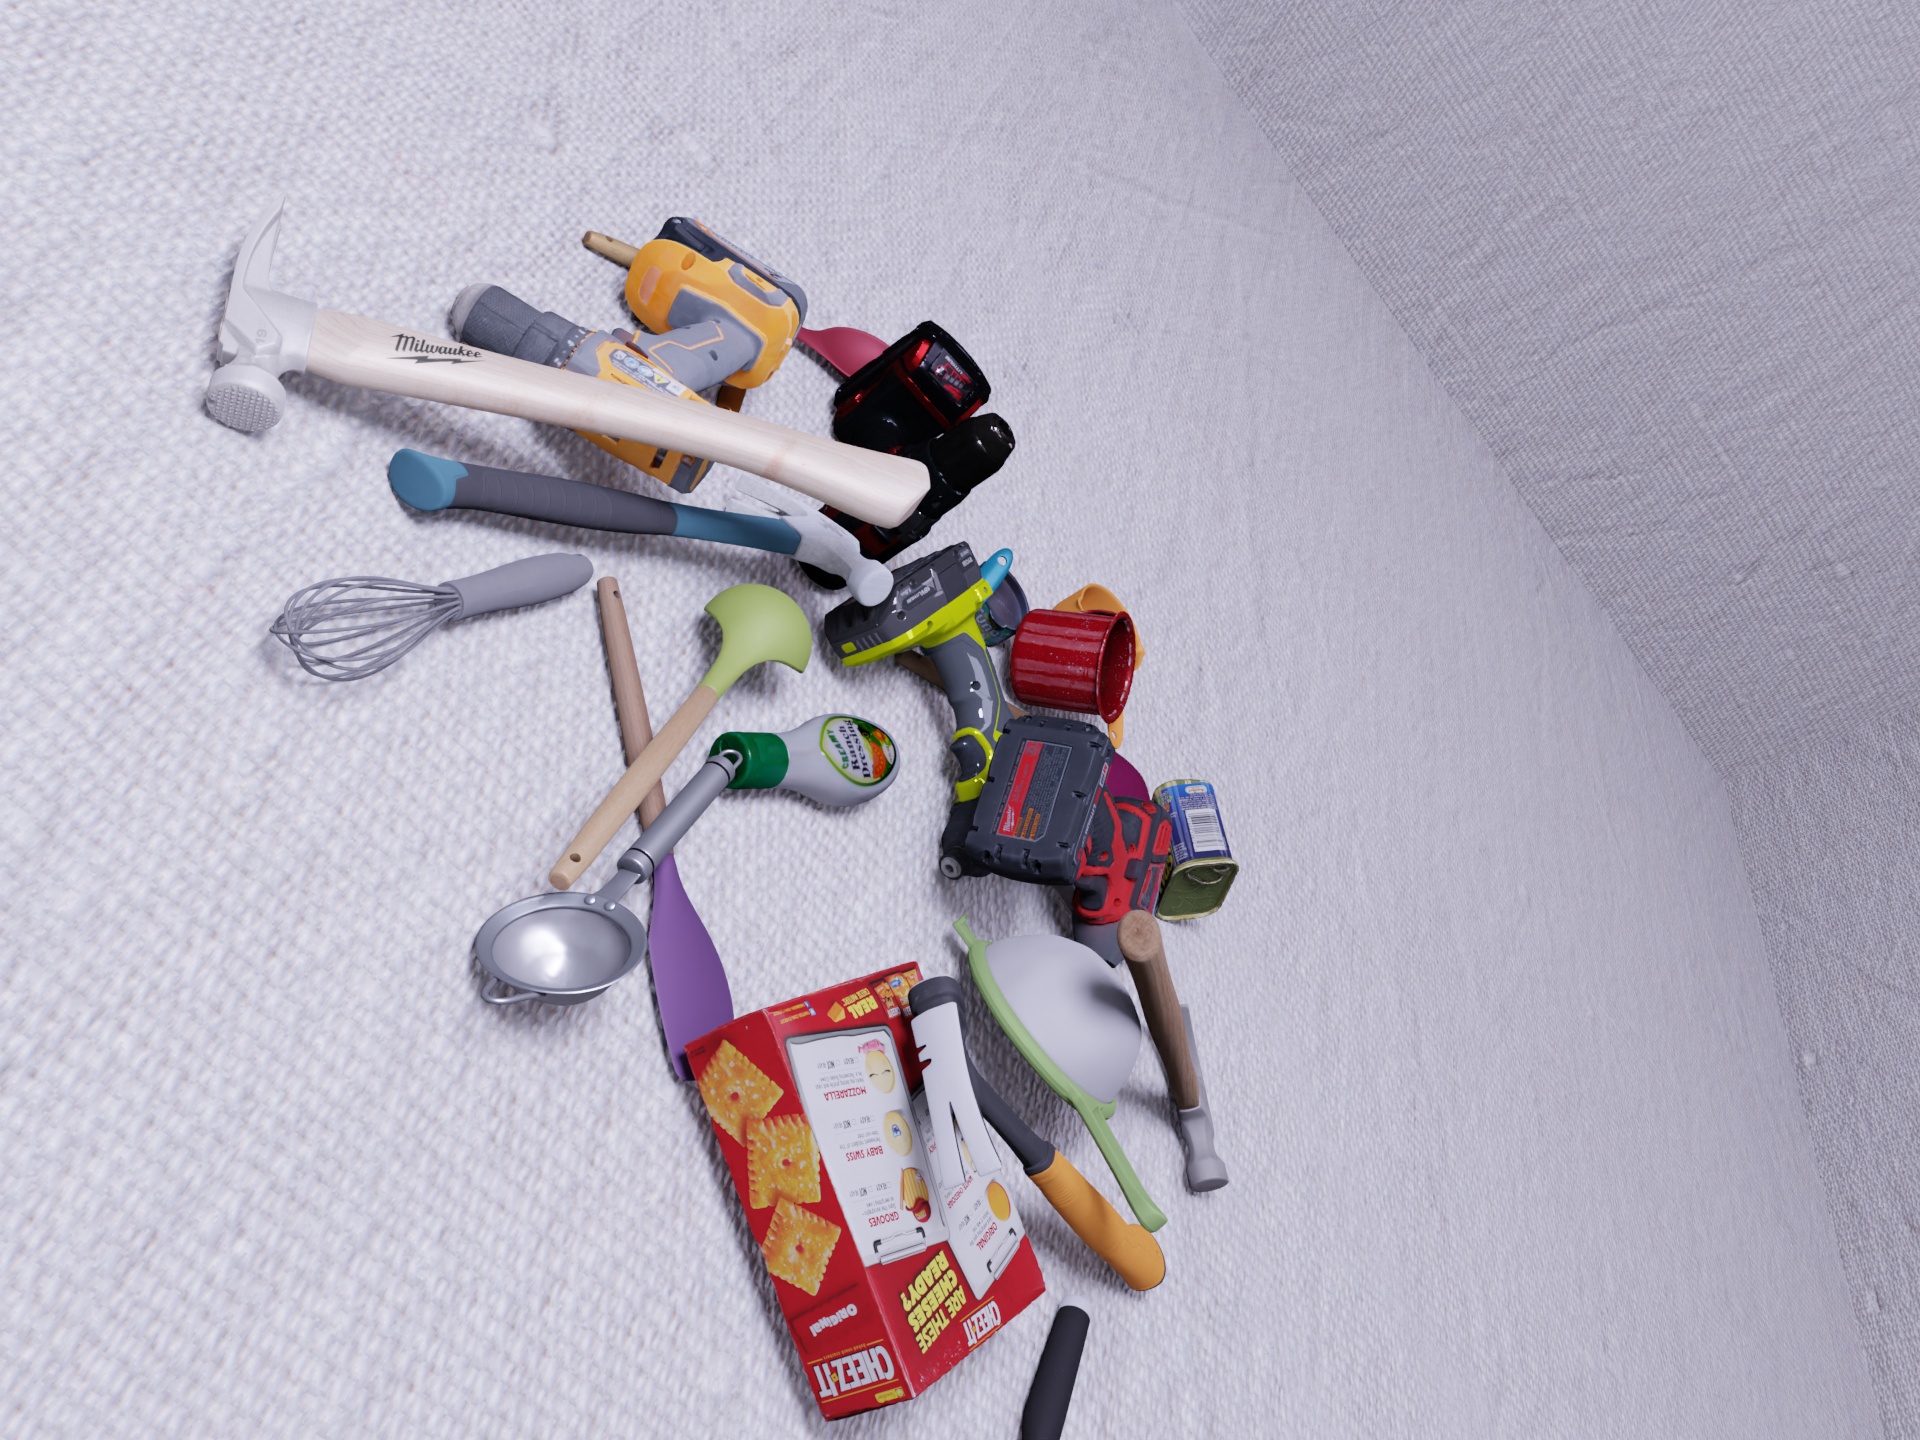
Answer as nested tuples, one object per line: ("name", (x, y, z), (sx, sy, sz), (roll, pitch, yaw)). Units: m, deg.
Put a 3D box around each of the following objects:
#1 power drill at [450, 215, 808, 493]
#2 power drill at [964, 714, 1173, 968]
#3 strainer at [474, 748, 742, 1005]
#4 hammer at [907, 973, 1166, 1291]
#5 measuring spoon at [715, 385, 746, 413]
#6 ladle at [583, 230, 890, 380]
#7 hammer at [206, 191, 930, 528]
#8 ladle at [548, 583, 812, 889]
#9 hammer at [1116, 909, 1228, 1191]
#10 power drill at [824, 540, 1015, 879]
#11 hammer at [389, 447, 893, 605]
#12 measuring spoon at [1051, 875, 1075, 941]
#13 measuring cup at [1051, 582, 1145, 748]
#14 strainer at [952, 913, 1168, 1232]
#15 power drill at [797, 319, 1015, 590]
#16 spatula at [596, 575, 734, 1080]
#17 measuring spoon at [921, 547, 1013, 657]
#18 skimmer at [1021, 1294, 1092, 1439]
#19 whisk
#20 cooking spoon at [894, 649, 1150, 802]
("power drill", (-0.215, -0.260, 1.066), (0.185, 0.084, 0.226), (31, 39, -6))
("power drill", (0.088, 0.097, 1.151), (0.219, 0.078, 0.143), (47, 57, -55))
("strainer", (-0.183, 0.087, 0.878), (0.087, 0.050, 0.258), (16, 37, 14))
("hammer", (0.061, 0.289, 0.989), (0.336, 0.034, 0.127), (54, 15, -43))
("measuring spoon", (-0.167, -0.260, 1.210), (0.021, 0.011, 0.117), (41, 37, -28))
("ladle", (-0.162, -0.321, 1.250), (0.315, 0.031, 0.069), (13, 46, -47))
("hammer", (-0.210, -0.192, 0.938), (0.410, 0.038, 0.146), (11, 57, -24))
("ladle", (-0.167, 0.007, 0.950), (0.078, 0.062, 0.320), (33, 36, -4))
("hammer", (0.147, 0.219, 1.120), (0.331, 0.031, 0.130), (68, 11, -54))
("power drill", (-0.002, -0.004, 1.170), (0.171, 0.080, 0.223), (-40, 107, -49))
("hammer", (-0.198, -0.130, 1.011), (0.330, 0.033, 0.128), (3, 31, -46))
("measuring spoon", (0.079, 0.138, 1.247), (0.034, 0.018, 0.124), (-16, 72, -46))
("measuring cup", (0.115, -0.038, 1.395), (0.095, 0.052, 0.174), (34, 43, -36))
("strainer", (0.094, 0.221, 1.050), (0.151, 0.069, 0.257), (44, 8, -36))
("power drill", (-0.032, -0.211, 1.202), (0.080, 0.188, 0.227), (44, 32, -26))
("spatula", (-0.180, 0.057, 0.943), (0.059, 0.018, 0.316), (11, 58, -54))
("measuring spoon", (0.011, -0.098, 1.276), (0.042, 0.021, 0.129), (39, 60, -7))
("skimmer", (0.056, 0.474, 0.883), (0.363, 0.090, 0.127), (-61, 149, -56))
("whisk", (-0.279, -0.067, 0.878), (0.055, 0.055, 0.239), (61, 29, -1))
("cooking spoon", (0.061, 0.007, 1.312), (0.318, 0.017, 0.069), (28, 38, -40))
